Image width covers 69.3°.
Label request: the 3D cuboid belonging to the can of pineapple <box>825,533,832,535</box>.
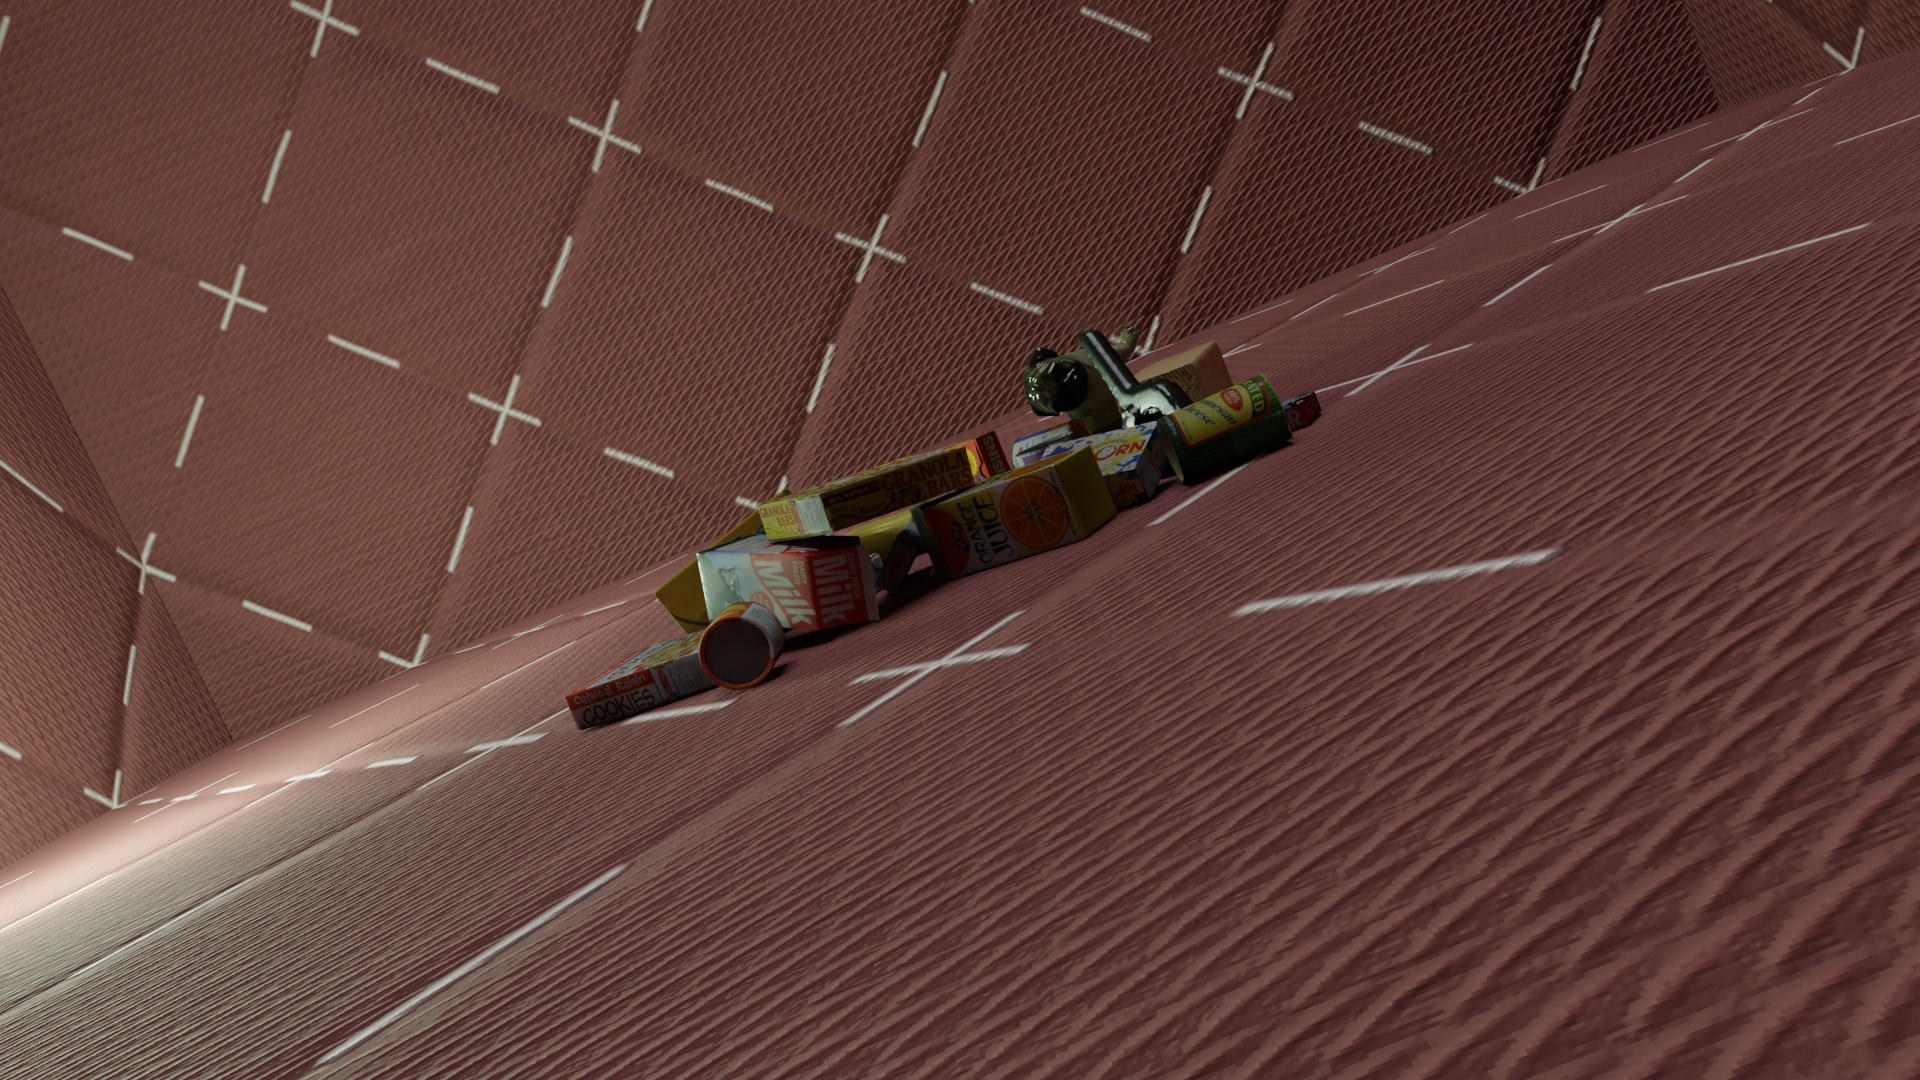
[{"bbox_3d":[-0.164,0.031,1.585,0.071,0.058,0.071,-23,7,3],"label":"can of pineapple"}]

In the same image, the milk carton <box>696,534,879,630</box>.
[{"bbox_3d":[-0.151,0.037,1.292,0.190,0.072,0.074,0,14,39],"label":"milk carton"}]

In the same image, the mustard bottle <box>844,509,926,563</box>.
[{"bbox_3d":[-0.067,-0.006,1.589,0.160,0.048,0.065,-16,12,40],"label":"mustard bottle"}]

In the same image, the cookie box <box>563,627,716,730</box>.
[{"bbox_3d":[-0.279,0.125,1.341,0.167,0.040,0.123,-19,8,23],"label":"cookie box"}]

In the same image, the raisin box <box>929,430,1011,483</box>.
[{"bbox_3d":[0.011,-0.085,1.768,0.040,0.086,0.123,-26,7,-35],"label":"raisin box"}]

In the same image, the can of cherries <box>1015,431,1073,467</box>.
[{"bbox_3d":[0.106,-0.084,1.582,0.071,0.058,0.071,-23,6,3],"label":"can of cherries"}]

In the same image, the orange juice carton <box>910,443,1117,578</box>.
[{"bbox_3d":[0.038,-0.021,1.282,0.192,0.071,0.073,-18,8,35],"label":"orange juice carton"}]

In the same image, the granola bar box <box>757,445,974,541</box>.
[{"bbox_3d":[-0.088,-0.043,1.300,0.166,0.039,0.124,-21,8,-35],"label":"granola bar box"}]

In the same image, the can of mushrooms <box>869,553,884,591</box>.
[{"bbox_3d":[-0.108,0.041,1.441,0.071,0.033,0.071,-24,8,3],"label":"can of mushrooms"}]

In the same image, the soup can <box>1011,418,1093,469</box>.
[{"bbox_3d":[0.115,-0.102,1.656,0.083,0.071,0.072,-18,9,35],"label":"soup can"}]

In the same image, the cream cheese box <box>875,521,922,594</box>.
[{"bbox_3d":[-0.059,0.017,1.393,0.053,0.024,0.104,-64,0,11],"label":"cream cheese box"}]

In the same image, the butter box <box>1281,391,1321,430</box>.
[{"bbox_3d":[0.292,-0.112,1.342,0.103,0.024,0.053,-18,8,32],"label":"butter box"}]

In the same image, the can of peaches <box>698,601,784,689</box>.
[{"bbox_3d":[-0.190,0.092,1.201,0.071,0.071,0.058,-23,8,3],"label":"can of peaches"}]

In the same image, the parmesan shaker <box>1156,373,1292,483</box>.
[{"bbox_3d":[0.238,-0.099,1.259,0.103,0.071,0.071,-24,7,1],"label":"parmesan shaker"}]

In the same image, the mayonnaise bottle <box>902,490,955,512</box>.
[{"bbox_3d":[-0.046,-0.028,1.709,0.064,0.041,0.148,-20,7,24],"label":"mayonnaise bottle"}]

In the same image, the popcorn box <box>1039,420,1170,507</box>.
[{"bbox_3d":[0.129,-0.064,1.314,0.126,0.038,0.085,-11,30,33],"label":"popcorn box"}]
